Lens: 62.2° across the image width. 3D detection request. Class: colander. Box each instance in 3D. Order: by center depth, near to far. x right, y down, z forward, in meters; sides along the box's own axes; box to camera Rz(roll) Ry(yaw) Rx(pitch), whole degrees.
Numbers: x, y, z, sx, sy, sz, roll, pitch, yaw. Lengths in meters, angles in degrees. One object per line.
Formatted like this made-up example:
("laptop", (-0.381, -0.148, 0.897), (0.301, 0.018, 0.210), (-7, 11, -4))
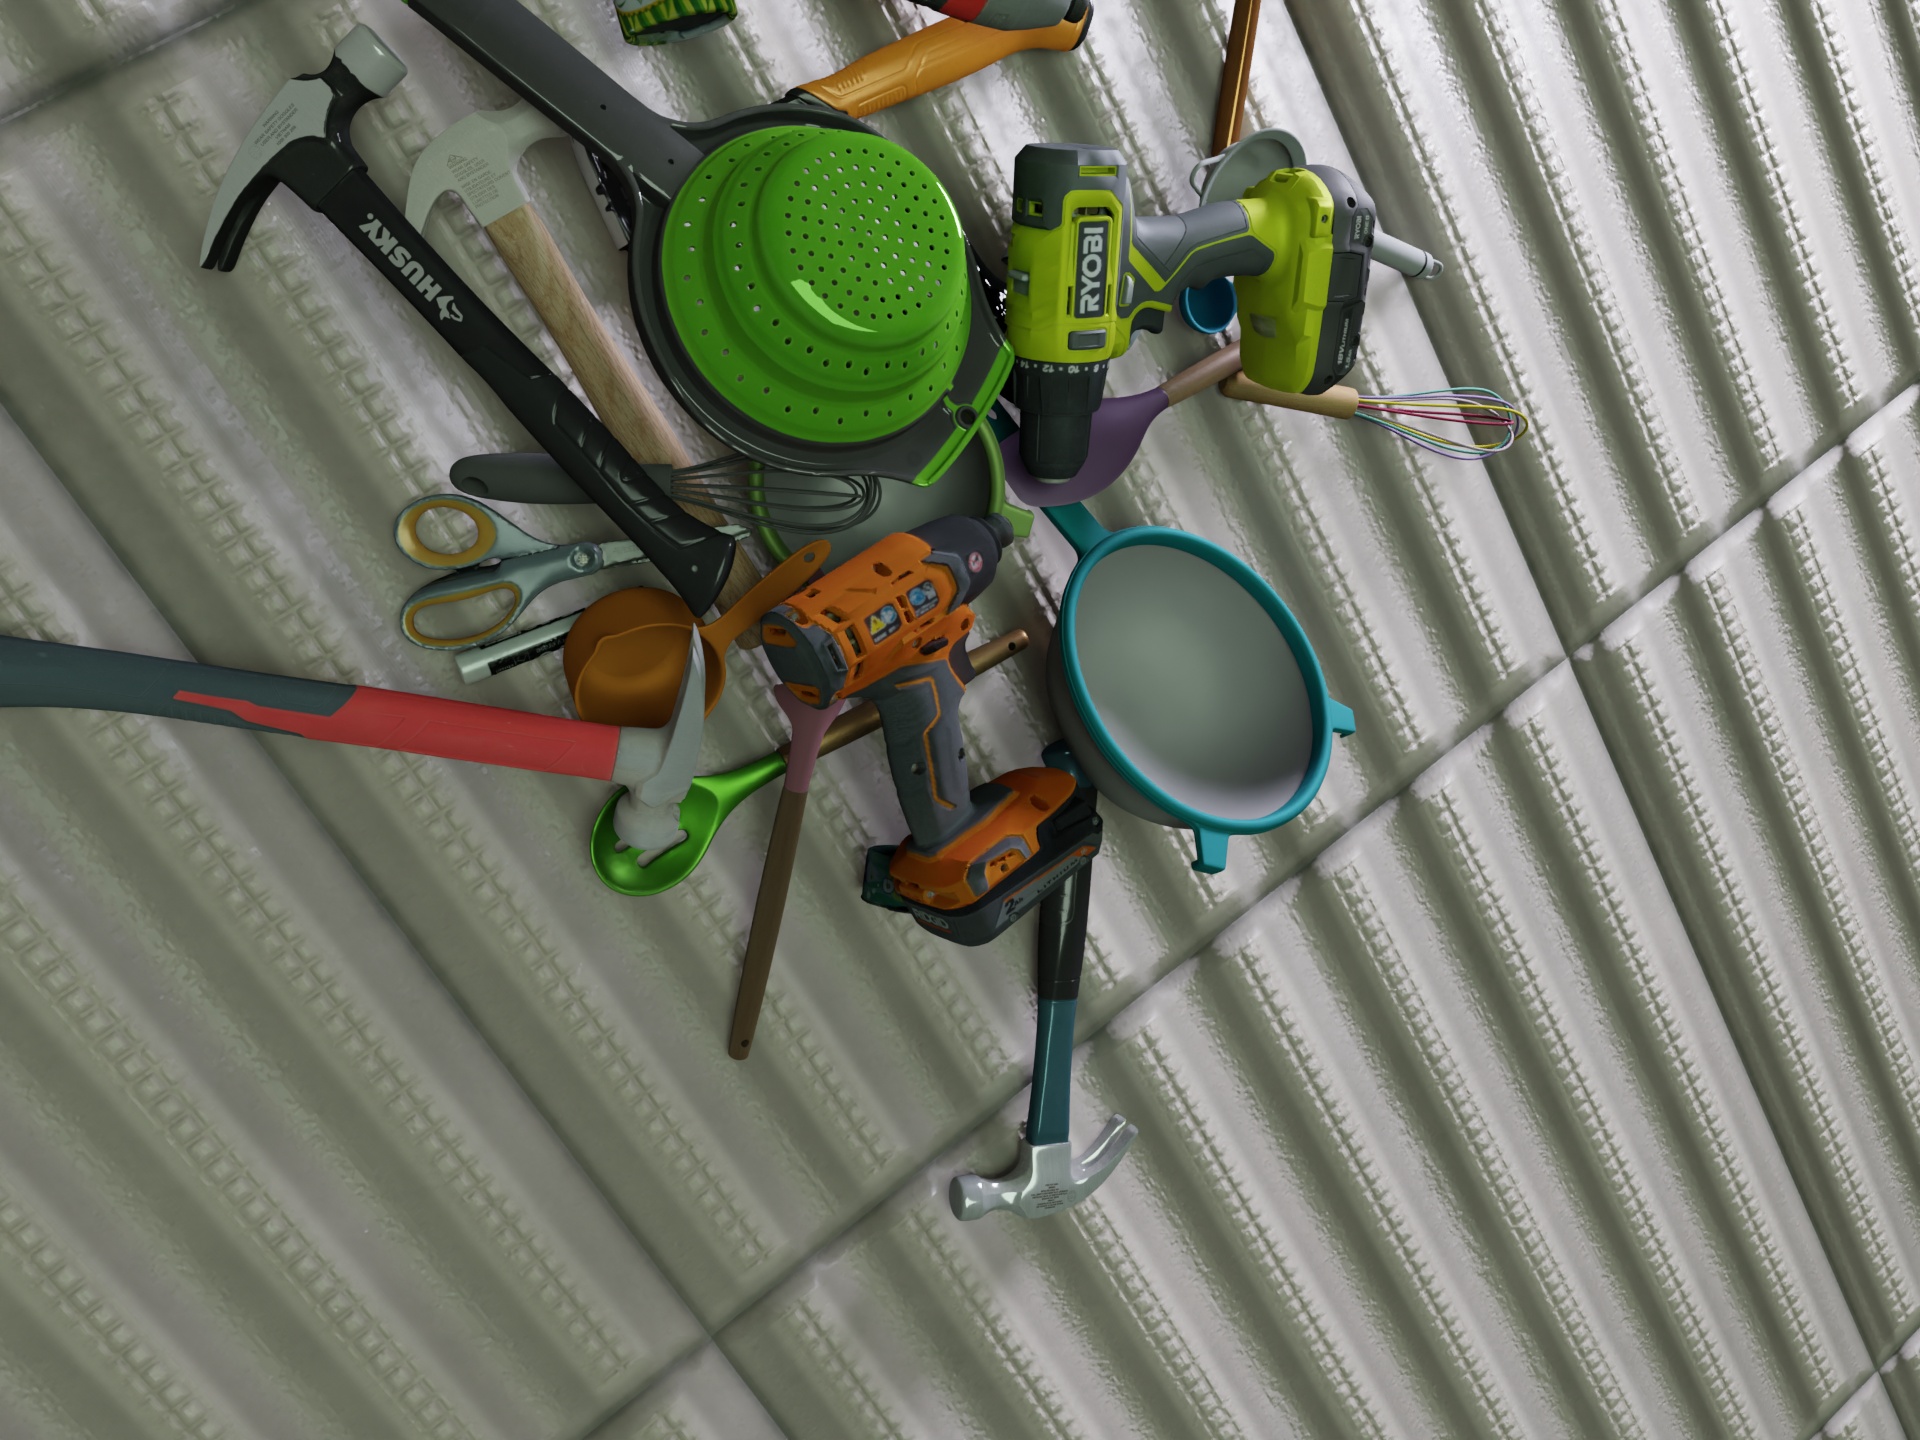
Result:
("colander", (-0.127, -0.284, 0.809), (0.397, 0.094, 0.204), (36, 72, -16))

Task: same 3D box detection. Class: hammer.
("hammer", (-0.330, -0.016, 0.838), (0.386, 0.038, 0.143), (9, 127, -15))
("hammer", (-0.245, -0.185, 0.839), (0.146, 0.035, 0.334), (-41, 99, 8))
("hammer", (-0.196, -0.182, 0.905), (0.130, 0.031, 0.331), (-29, 113, 1))
("hammer", (-0.068, -0.380, 0.941), (0.337, 0.034, 0.127), (-29, 108, -17))
("hammer", (0.065, 0.173, 1.075), (0.128, 0.033, 0.331), (1, 97, -22))

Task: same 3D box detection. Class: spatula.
("spatula", (0.194, -0.485, 1.031), (0.081, 0.041, 0.322), (5, 97, -30))
("spatula", (0.151, -0.219, 1.037), (0.316, 0.018, 0.060), (-33, 85, -25))

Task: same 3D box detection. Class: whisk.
("whisk", (-0.163, -0.133, 0.887), (0.239, 0.055, 0.055), (1, 97, -5))
("whisk", (0.292, -0.220, 1.109), (0.245, 0.047, 0.051), (6, 97, -20))

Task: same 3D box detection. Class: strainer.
("strainer", (-0.073, -0.191, 0.937), (0.151, 0.069, 0.256), (-25, 111, 9))
("strainer", (0.090, -0.062, 1.026), (0.340, 0.095, 0.211), (51, 50, 1))
("strainer", (0.236, -0.333, 1.060), (0.258, 0.050, 0.086), (9, 124, -35))

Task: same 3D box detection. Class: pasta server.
("pasta server", (-0.107, 0.063, 0.965), (0.060, 0.040, 0.316), (7, 108, -22))

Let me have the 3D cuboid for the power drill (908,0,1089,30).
("power drill", (0.022, -0.512, 0.919), (0.143, 0.078, 0.220), (11, 86, -20))

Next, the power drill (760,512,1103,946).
("power drill", (-0.001, -0.003, 0.922), (0.164, 0.084, 0.226), (-36, 115, -26))

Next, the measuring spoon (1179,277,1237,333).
("measuring spoon", (0.196, -0.288, 1.077), (0.128, 0.021, 0.042), (-18, 102, -29))

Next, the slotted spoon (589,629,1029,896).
("slotted spoon", (-0.089, 0.016, 0.993), (0.314, 0.031, 0.070), (-28, 107, -19))

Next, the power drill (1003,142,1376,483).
("power drill", (0.130, -0.246, 0.958), (0.228, 0.080, 0.190), (-10, 117, -25))

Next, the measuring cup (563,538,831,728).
("measuring cup", (-0.152, -0.060, 0.916), (0.173, 0.052, 0.095), (-38, 136, 2))
